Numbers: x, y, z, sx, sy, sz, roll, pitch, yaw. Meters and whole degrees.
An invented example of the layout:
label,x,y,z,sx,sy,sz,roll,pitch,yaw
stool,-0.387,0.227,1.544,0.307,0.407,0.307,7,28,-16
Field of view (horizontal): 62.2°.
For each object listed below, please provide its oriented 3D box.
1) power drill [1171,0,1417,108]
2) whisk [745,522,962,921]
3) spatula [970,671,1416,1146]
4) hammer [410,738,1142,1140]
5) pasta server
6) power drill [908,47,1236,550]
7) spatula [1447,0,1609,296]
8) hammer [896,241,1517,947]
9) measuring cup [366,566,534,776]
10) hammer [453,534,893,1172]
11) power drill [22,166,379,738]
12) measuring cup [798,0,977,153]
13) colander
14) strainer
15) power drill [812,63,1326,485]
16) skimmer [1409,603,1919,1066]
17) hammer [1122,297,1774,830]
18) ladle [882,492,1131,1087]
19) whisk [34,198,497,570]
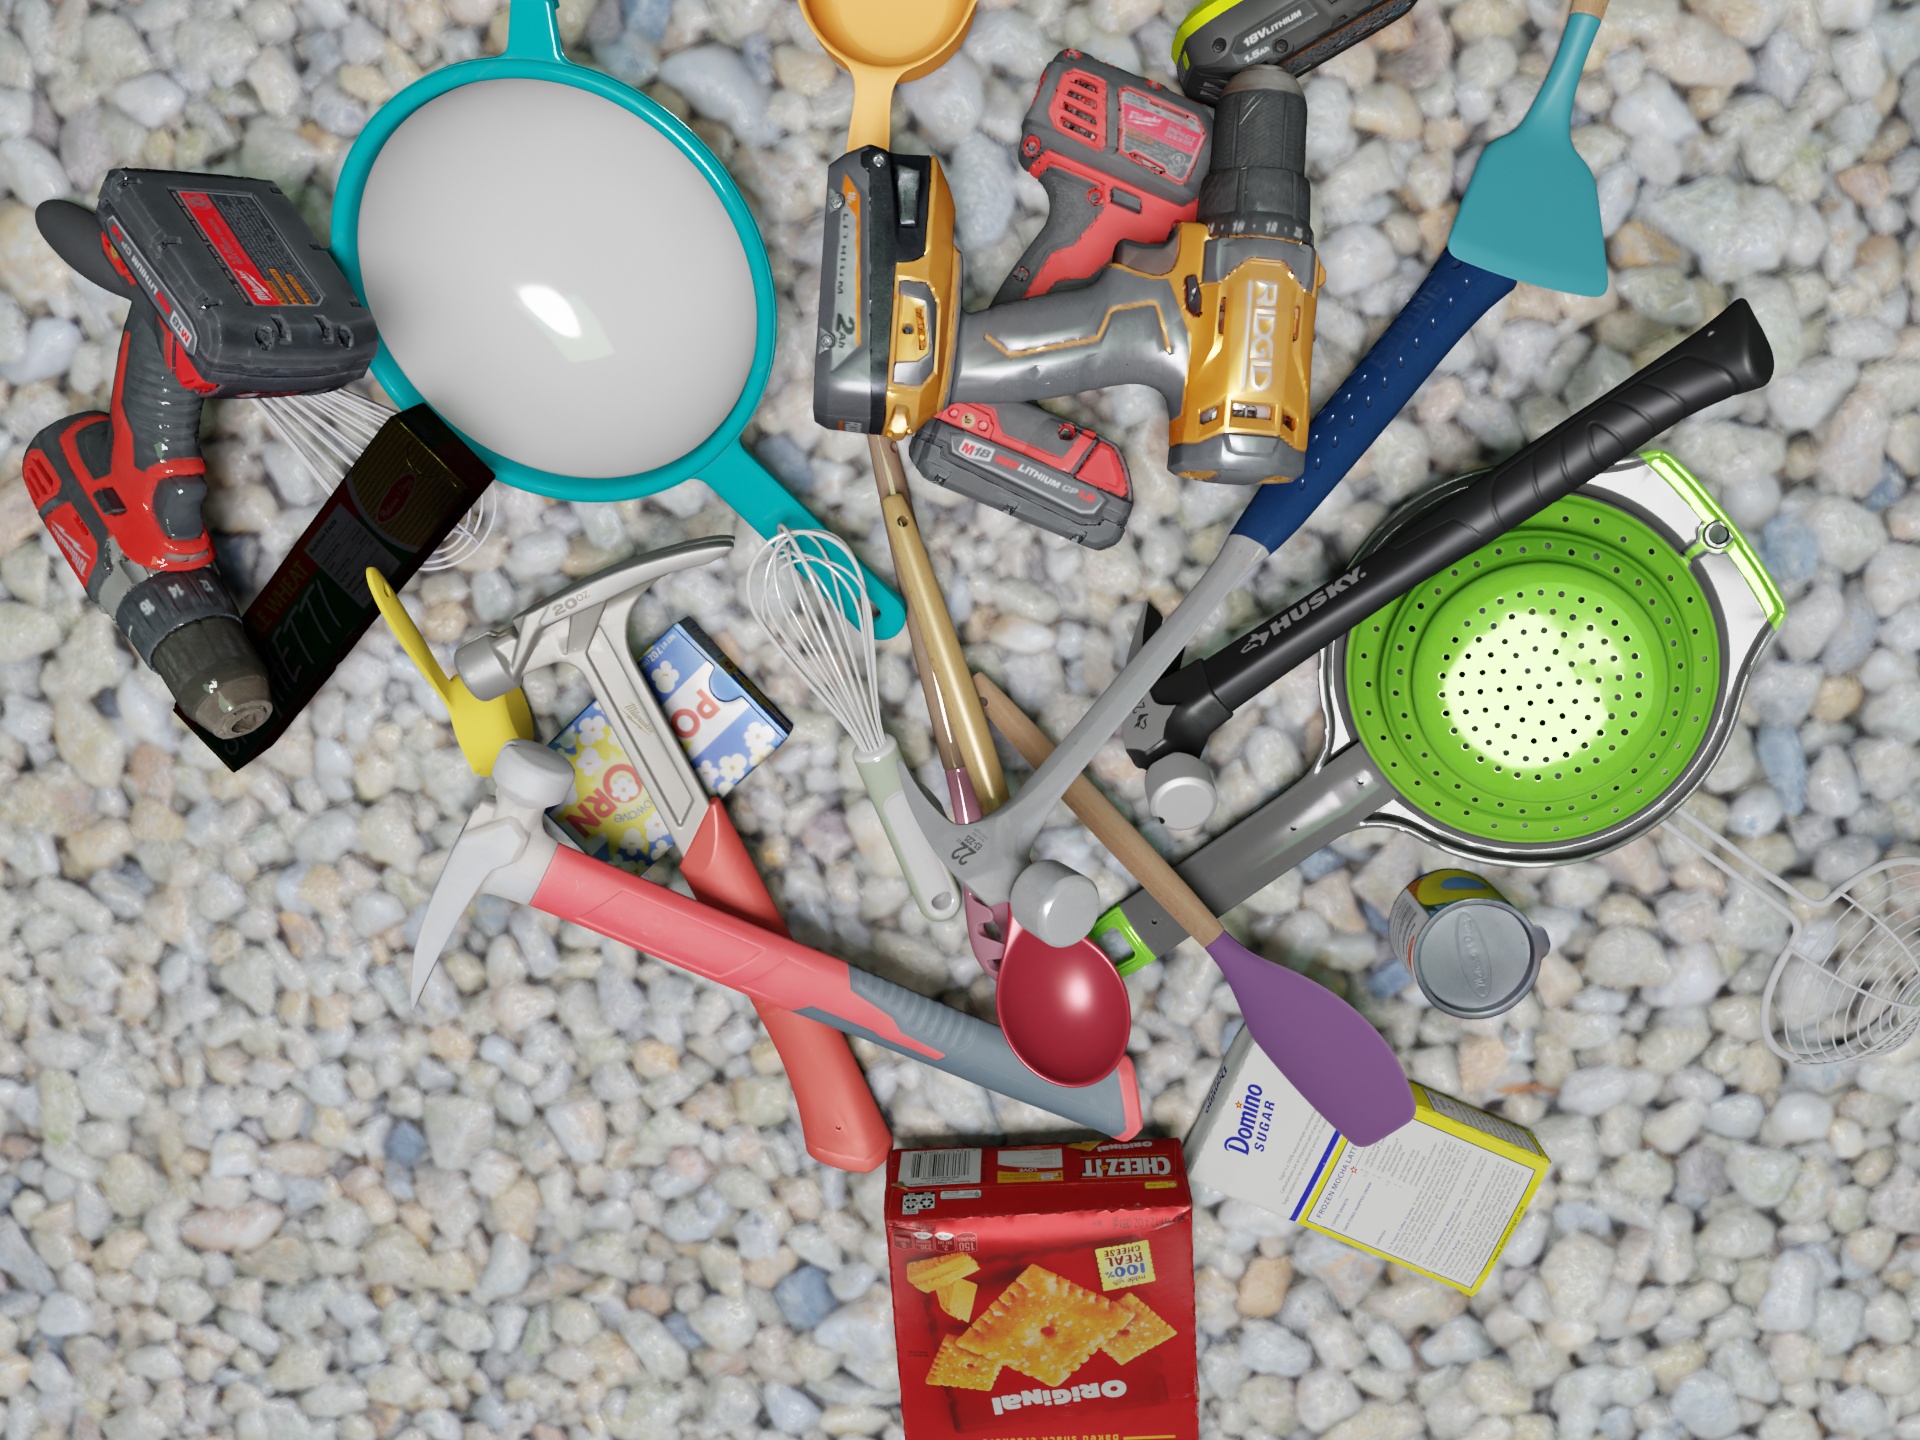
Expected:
label,x,y,z,sx,sy,sz,roll,pitch,yaw
power drill,0.117,-0.415,0.747,0.171,0.080,0.223,-28,95,6
whisk,-0.046,0.008,0.816,0.058,0.059,0.246,-27,119,-9
spatula,0.114,0.092,0.818,0.316,0.018,0.059,47,123,5
hammer,-0.081,0.149,0.819,0.386,0.038,0.143,25,103,-16
pasta server,-0.001,-0.003,0.846,0.040,0.060,0.316,-8,99,33
power drill,0.071,-0.202,0.789,0.143,0.078,0.219,22,98,-3
spatula,0.315,-0.366,0.764,0.082,0.044,0.317,15,100,-2
hammer,0.127,-0.078,0.765,0.405,0.144,0.035,-49,128,-10
measuring cup,-0.254,-0.028,0.803,0.029,0.062,0.156,-15,145,0
hammer,-0.112,0.086,0.835,0.149,0.037,0.358,-24,109,2
power drill,-0.356,-0.119,0.746,0.188,0.080,0.226,53,126,15
measuring cup,-0.039,-0.315,0.781,0.095,0.052,0.173,7,103,0
colander,0.212,0.025,0.788,0.397,0.094,0.204,-37,87,17
strainer,-0.141,-0.178,0.793,0.211,0.095,0.340,-34,115,27
power drill,0.052,-0.206,0.715,0.226,0.084,0.185,4,93,-4
skimmer,0.371,0.049,0.849,0.363,0.090,0.127,37,98,5
hammer,0.216,-0.083,0.741,0.334,0.146,0.035,-35,119,19
ladle,0.014,0.035,0.814,0.069,0.031,0.315,-19,91,-14
whisk,-0.360,-0.175,0.816,0.284,0.070,0.070,37,100,0
